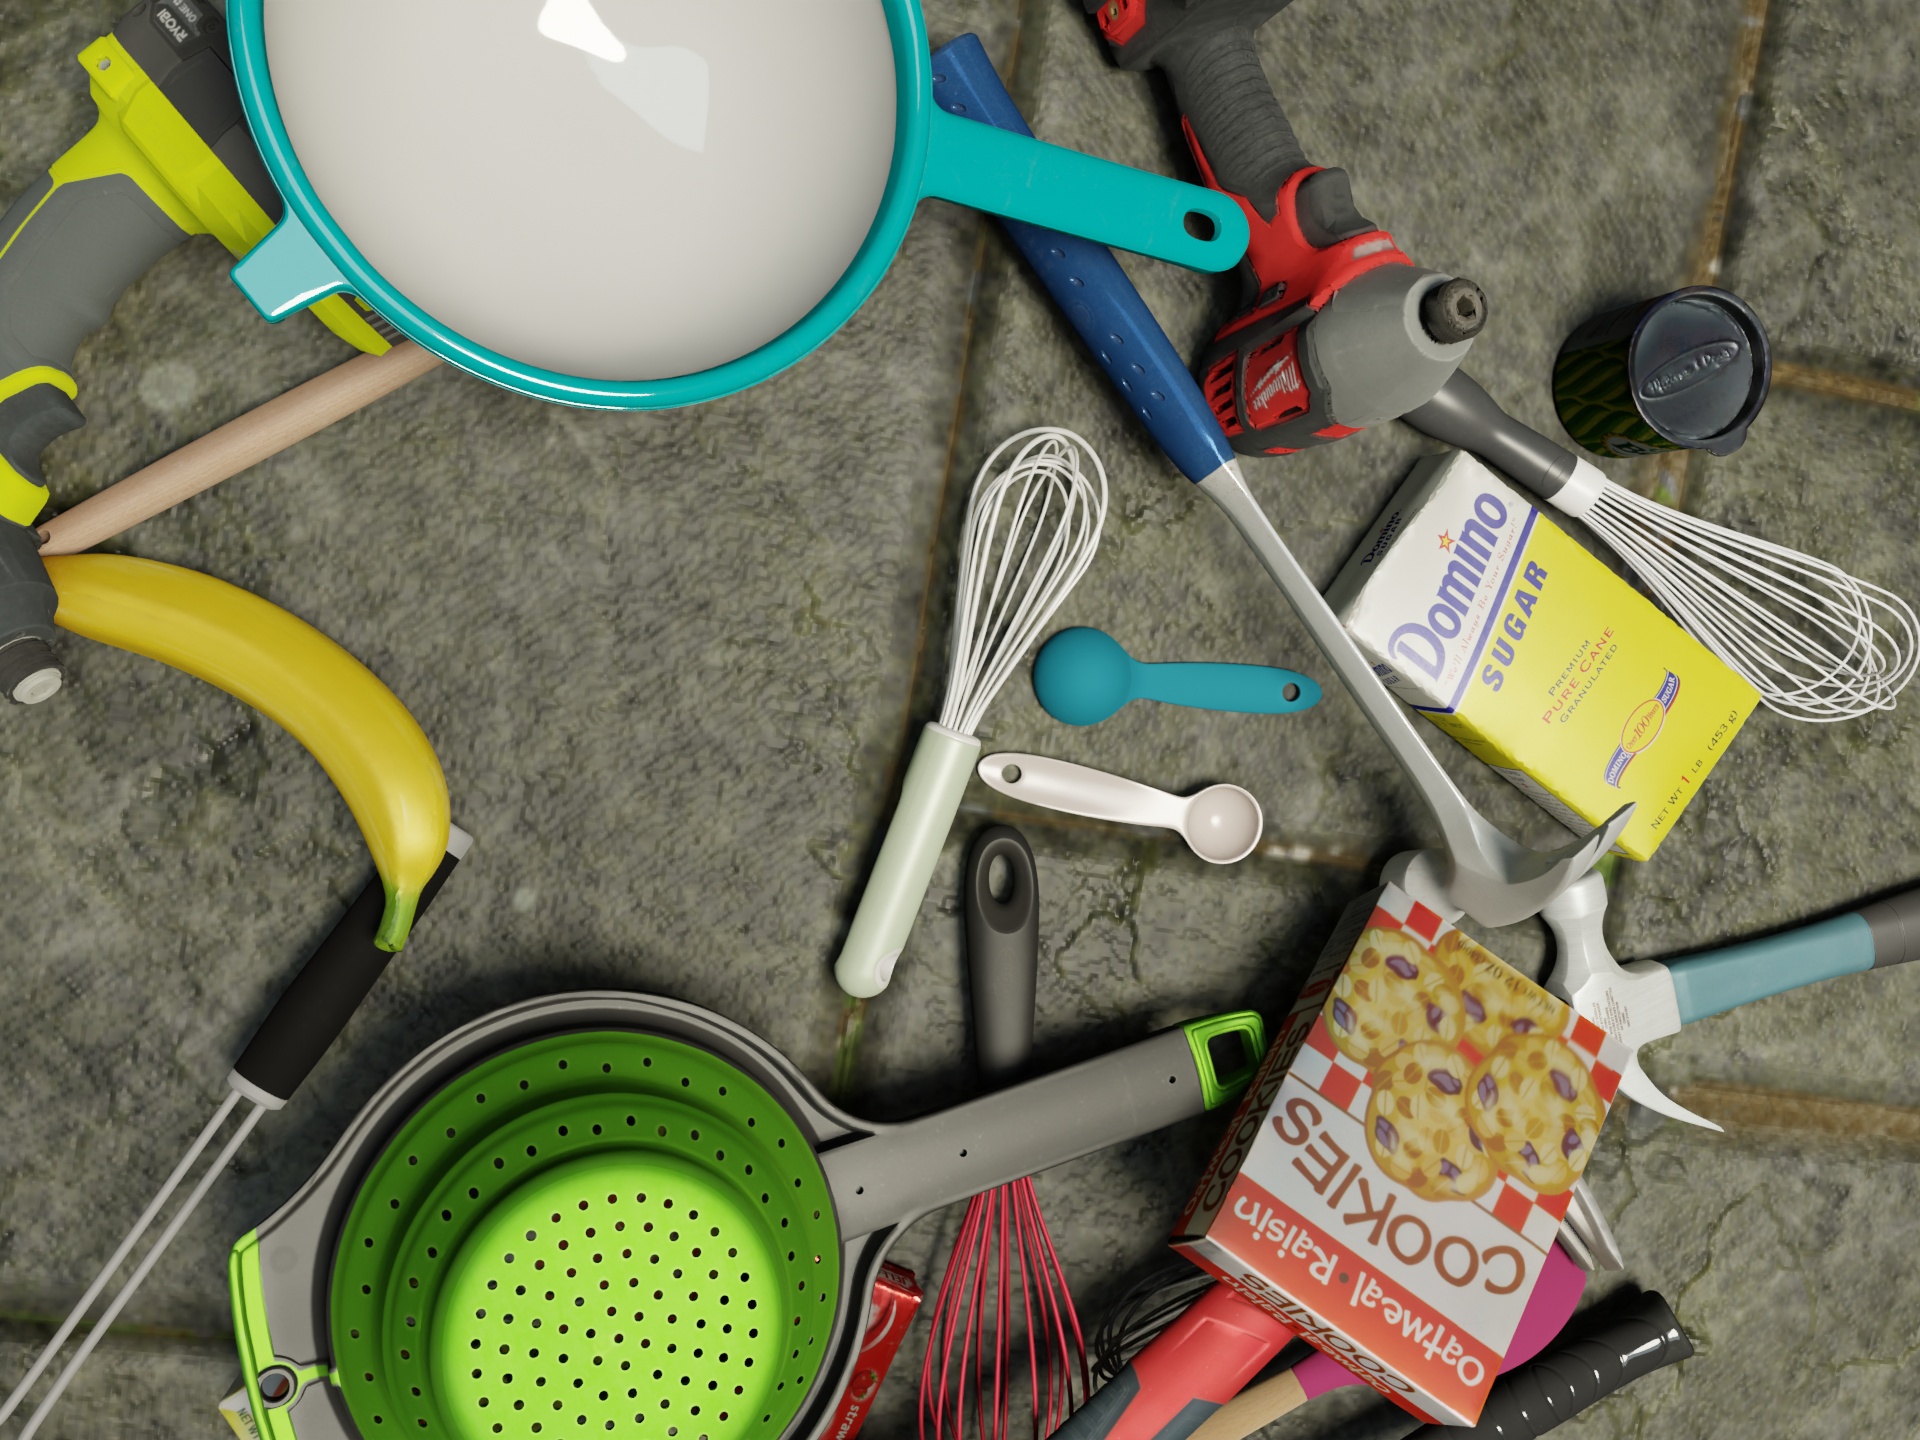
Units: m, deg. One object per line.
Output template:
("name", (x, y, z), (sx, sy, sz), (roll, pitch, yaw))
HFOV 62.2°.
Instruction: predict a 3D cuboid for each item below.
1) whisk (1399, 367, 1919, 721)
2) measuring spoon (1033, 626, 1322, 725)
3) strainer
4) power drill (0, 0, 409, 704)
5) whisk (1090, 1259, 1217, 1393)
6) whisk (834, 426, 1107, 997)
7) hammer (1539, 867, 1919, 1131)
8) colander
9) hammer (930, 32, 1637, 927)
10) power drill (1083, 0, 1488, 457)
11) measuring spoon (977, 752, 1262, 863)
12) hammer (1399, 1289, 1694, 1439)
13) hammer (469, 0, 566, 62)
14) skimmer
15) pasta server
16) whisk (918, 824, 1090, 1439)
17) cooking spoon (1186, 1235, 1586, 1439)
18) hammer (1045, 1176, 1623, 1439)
("whisk", (0.292, -0.085, 0.686), (0.284, 0.070, 0.070), (31, 88, -6))
("measuring spoon", (0.095, -0.015, 0.670), (0.128, 0.021, 0.042), (4, 93, -11))
("strainer", (-0.065, -0.197, 0.545), (0.340, 0.095, 0.211), (7, 92, -25))
("power drill", (-0.303, -0.128, 0.551), (0.223, 0.080, 0.171), (-41, 84, -3))
("whisk", (0.162, 0.233, 0.692), (0.239, 0.055, 0.055), (-22, 98, -12))
("whisk", (-0.001, -0.002, 0.647), (0.059, 0.057, 0.246), (22, 94, 23))
("hammer", (0.426, 0.097, 0.733), (0.331, 0.033, 0.128), (-13, 96, -9))
("colander", (-0.045, 0.176, 0.561), (0.397, 0.094, 0.204), (-15, 88, -19))
("hammer", (0.109, -0.091, 0.621), (0.035, 0.144, 0.405), (-35, 91, -19))
("power drill", (0.125, -0.215, 0.600), (0.078, 0.143, 0.219), (-18, 95, -20))
("measuring spoon", (0.067, 0.033, 0.676), (0.124, 0.018, 0.034), (14, 94, -4))
("hammer", (0.177, 0.326, 0.677), (0.334, 0.146, 0.035), (-19, 67, -19))
("hammer", (-0.249, -0.419, 0.535), (0.146, 0.038, 0.410), (-25, 99, -7))
("skimmer", (-0.308, 0.188, 0.611), (0.127, 0.090, 0.363), (37, 77, -15))
("pasta server", (-0.213, -0.140, 0.599), (0.316, 0.040, 0.060), (-30, 78, -5))
("whisk", (0.018, 0.191, 0.658), (0.073, 0.073, 0.296), (0, 88, -10))
("cooking spoon", (0.124, 0.300, 0.690), (0.319, 0.069, 0.017), (-28, 142, -2))
("hammer", (0.092, 0.269, 0.614), (0.386, 0.038, 0.143), (-35, 81, -22))
